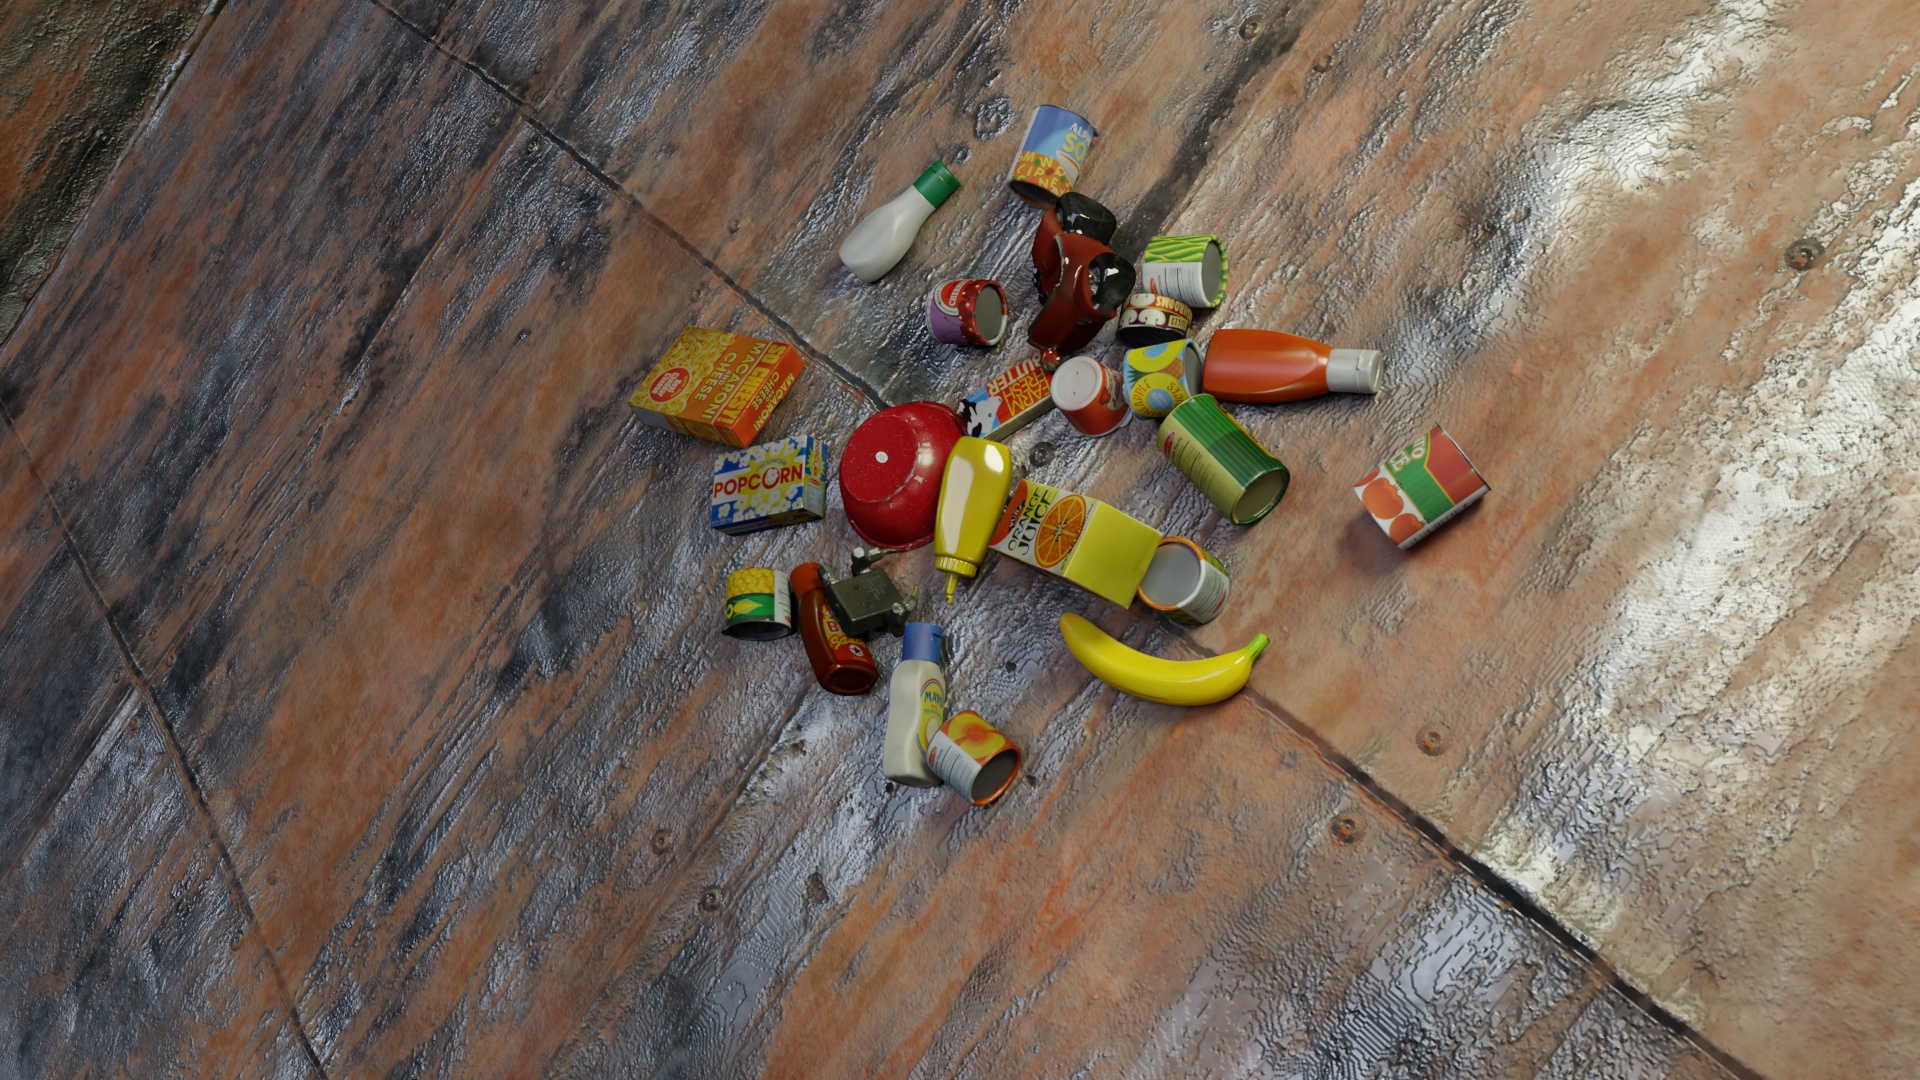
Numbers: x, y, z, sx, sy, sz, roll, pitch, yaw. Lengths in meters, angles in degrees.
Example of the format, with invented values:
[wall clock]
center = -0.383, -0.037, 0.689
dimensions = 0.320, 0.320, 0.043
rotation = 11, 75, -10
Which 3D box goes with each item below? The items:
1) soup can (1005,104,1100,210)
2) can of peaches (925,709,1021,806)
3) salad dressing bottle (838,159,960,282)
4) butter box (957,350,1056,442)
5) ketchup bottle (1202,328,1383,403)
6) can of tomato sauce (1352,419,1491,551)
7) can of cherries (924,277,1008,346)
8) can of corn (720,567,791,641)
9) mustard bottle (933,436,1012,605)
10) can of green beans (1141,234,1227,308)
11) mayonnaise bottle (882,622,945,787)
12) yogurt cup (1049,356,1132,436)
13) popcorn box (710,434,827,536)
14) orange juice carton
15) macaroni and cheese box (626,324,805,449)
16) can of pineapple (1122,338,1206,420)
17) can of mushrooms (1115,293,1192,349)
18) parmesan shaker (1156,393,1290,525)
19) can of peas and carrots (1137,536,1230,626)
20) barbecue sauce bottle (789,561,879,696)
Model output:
[soup can]
center = 0.092, -0.381, 1.388
dimensions = 0.071, 0.071, 0.084
rotation = 18, 84, 35
[can of peaches]
center = 0.014, 0.193, 1.236
dimensions = 0.058, 0.071, 0.071
rotation = 36, 94, 35
[salad dressing bottle]
center = -0.064, -0.342, 1.486
dimensions = 0.147, 0.044, 0.064
rotation = -43, 55, 11
[butter box]
center = 0.050, -0.136, 1.353
dimensions = 0.103, 0.024, 0.053
rotation = -31, 60, 20
[ketchup bottle]
center = 0.286, -0.149, 1.198
dimensions = 0.149, 0.043, 0.065
rotation = 8, 79, 34
[can of tomato sauce]
center = 0.363, -0.043, 1.098
dimensions = 0.083, 0.071, 0.071
rotation = -38, 58, 16
[can of cherries]
center = 0.006, -0.229, 1.384
dimensions = 0.058, 0.071, 0.071
rotation = 8, 78, 34
[can of corn]
center = -0.208, 0.065, 1.416
dimensions = 0.071, 0.071, 0.058
rotation = -15, 65, 27
[mustard bottle]
center = 0.005, -0.017, 1.319
dimensions = 0.065, 0.048, 0.160
rotation = 14, 82, 6
[can of green beans]
center = 0.205, -0.245, 1.269
dimensions = 0.058, 0.071, 0.071
rotation = 6, 77, 33
[mayonnaise bottle]
center = -0.040, 0.151, 1.287
dimensions = 0.041, 0.064, 0.148
rotation = -9, 65, 31
[yogurt cup]
center = 0.119, -0.137, 1.292
dimensions = 0.072, 0.054, 0.072
rotation = -12, 67, 29
[popcorn box]
center = -0.204, -0.058, 1.475
dimensions = 0.126, 0.038, 0.085
rotation = -10, 67, 29
[orange juice carton]
center = 0.089, -0.003, 1.226
dimensions = 0.072, 0.073, 0.193
rotation = -64, 25, -2
[macaroni and cheese box]
center = -0.269, -0.172, 1.535
dimensions = 0.166, 0.040, 0.124
rotation = 15, 63, 34
[can of pineapple]
center = 0.184, -0.143, 1.244
dimensions = 0.058, 0.071, 0.071
rotation = -8, 69, 29
[can of mushrooms]
center = 0.178, -0.197, 1.267
dimensions = 0.071, 0.071, 0.033
rotation = 4, 75, 33
[parmesan shaker]
center = 0.226, -0.068, 1.196
dimensions = 0.071, 0.071, 0.103
rotation = -46, 57, 11
[can of peas and carrots]
center = 0.187, 0.034, 1.186
dimensions = 0.071, 0.058, 0.071
rotation = -11, 68, 28
[barbecue sauce bottle]
center = -0.131, 0.084, 1.368
dimensions = 0.043, 0.065, 0.149
rotation = -48, 46, 23
